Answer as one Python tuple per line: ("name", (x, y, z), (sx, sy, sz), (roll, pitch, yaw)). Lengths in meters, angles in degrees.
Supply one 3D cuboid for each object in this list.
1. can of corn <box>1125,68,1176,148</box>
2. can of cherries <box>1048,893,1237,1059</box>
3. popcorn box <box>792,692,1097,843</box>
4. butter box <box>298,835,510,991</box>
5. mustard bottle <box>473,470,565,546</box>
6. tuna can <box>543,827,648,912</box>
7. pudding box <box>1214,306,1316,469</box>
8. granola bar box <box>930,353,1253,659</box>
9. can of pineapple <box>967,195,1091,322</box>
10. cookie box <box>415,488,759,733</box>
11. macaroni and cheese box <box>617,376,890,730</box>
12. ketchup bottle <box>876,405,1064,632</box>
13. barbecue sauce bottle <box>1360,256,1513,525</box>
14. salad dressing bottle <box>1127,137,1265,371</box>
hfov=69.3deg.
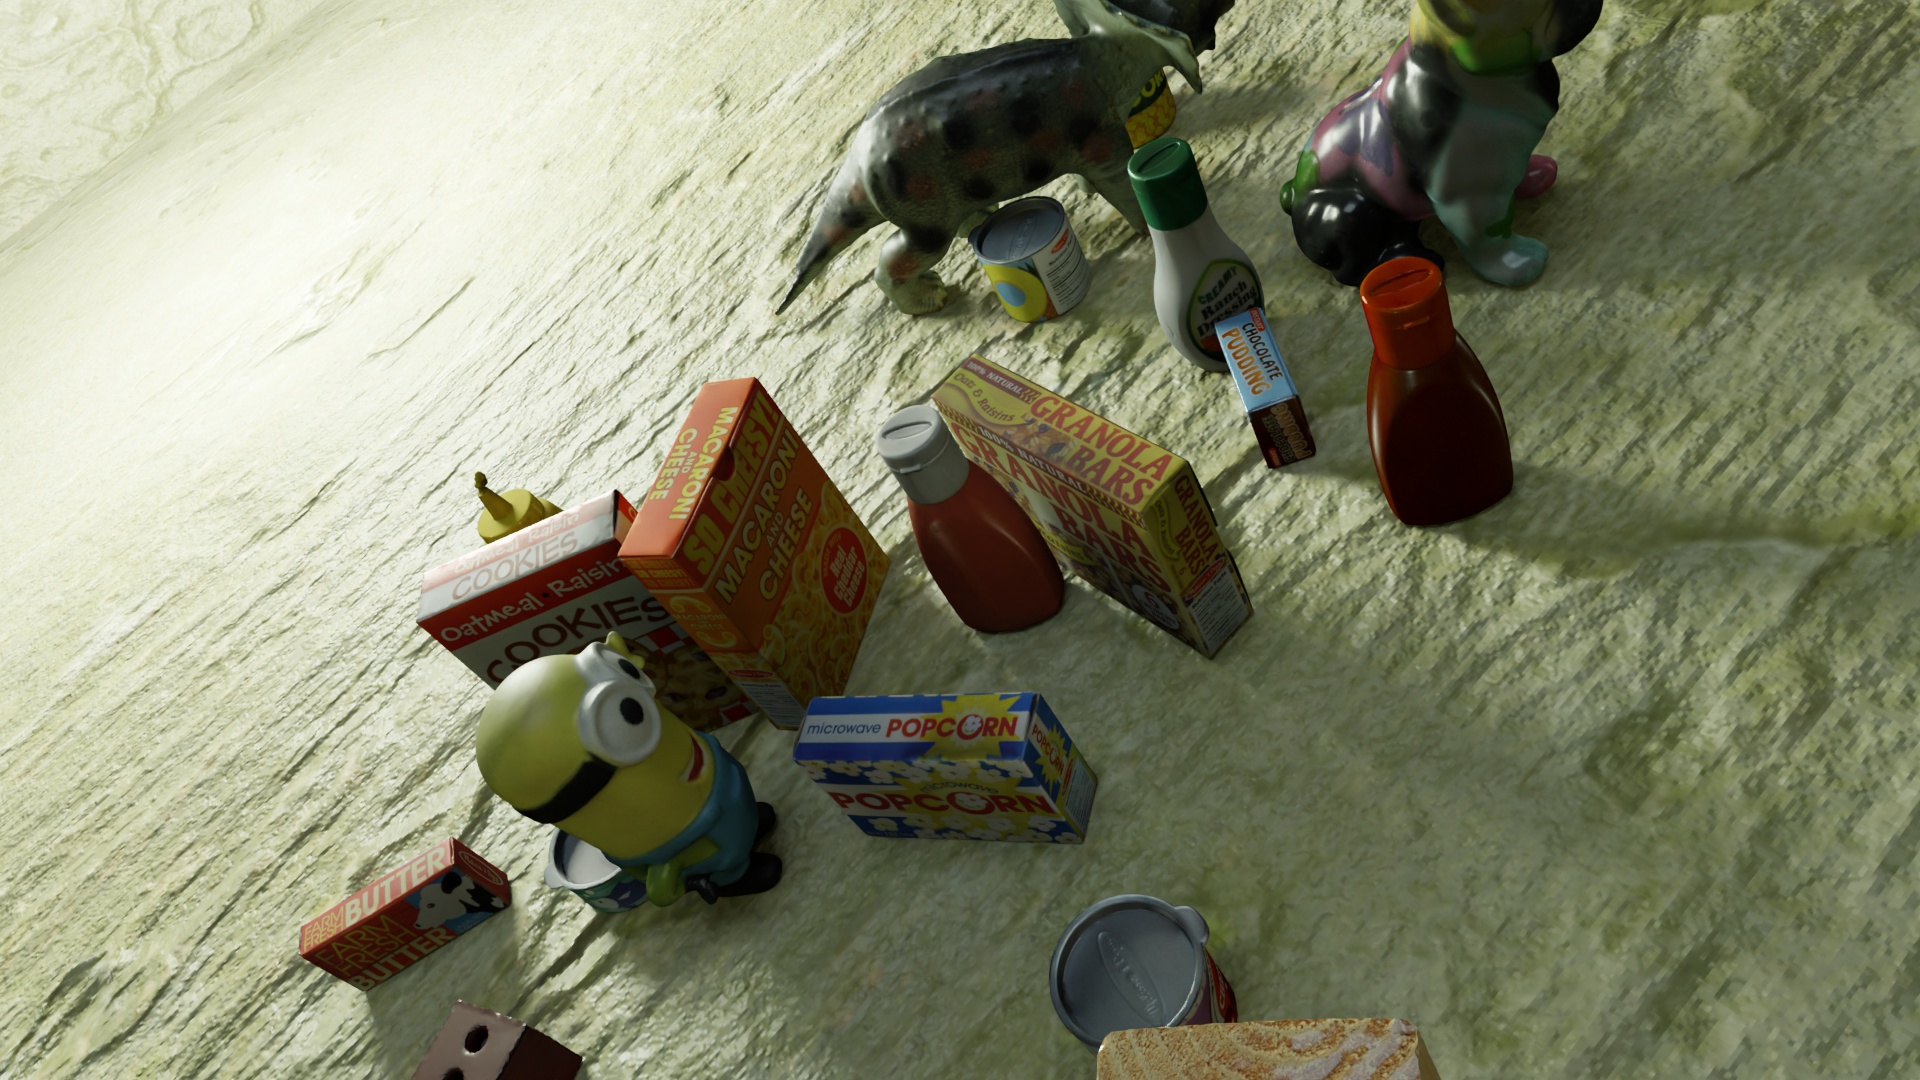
("can of corn", (0.123, -0.332, 1.028), (0.071, 0.058, 0.071), (-16, 46, 17))
("can of cherries", (0.080, 0.191, 0.585), (0.071, 0.058, 0.072), (-16, 46, 17))
("popcorn box", (-0.007, 0.112, 0.684), (0.126, 0.085, 0.038), (-4, 50, 26))
("butter box", (-0.315, 0.213, 0.790), (0.103, 0.053, 0.024), (-31, 43, 1))
("mustard bottle", (-0.253, 0.014, 0.856), (0.065, 0.159, 0.049), (-19, 45, 14))
("tuna can", (-0.194, 0.173, 0.773), (0.071, 0.032, 0.071), (-16, 46, 17))
("pudding box", (0.173, -0.088, 0.788), (0.030, 0.049, 0.084), (-20, 45, 13))
("granola bar box", (0.069, -0.021, 0.733), (0.039, 0.123, 0.166), (-44, 45, -12))
("can of pineapple", (0.048, -0.191, 0.945), (0.071, 0.057, 0.071), (-16, 46, 17))
("cookie box", (-0.201, 0.057, 0.783), (0.123, 0.166, 0.040), (-23, 44, 10))
("macaroni and cheese box", (-0.106, 0.010, 0.773), (0.040, 0.165, 0.124), (-3, 51, 28))
("ketchup bottle", (0.003, -0.009, 0.742), (0.064, 0.148, 0.044), (-12, 47, 21))
("barbecue sauce bottle", (0.226, -0.070, 0.671), (0.065, 0.148, 0.044), (-19, 45, 14))
("salad dressing bottle", (0.136, -0.164, 0.806), (0.064, 0.147, 0.044), (-37, 44, -5))
